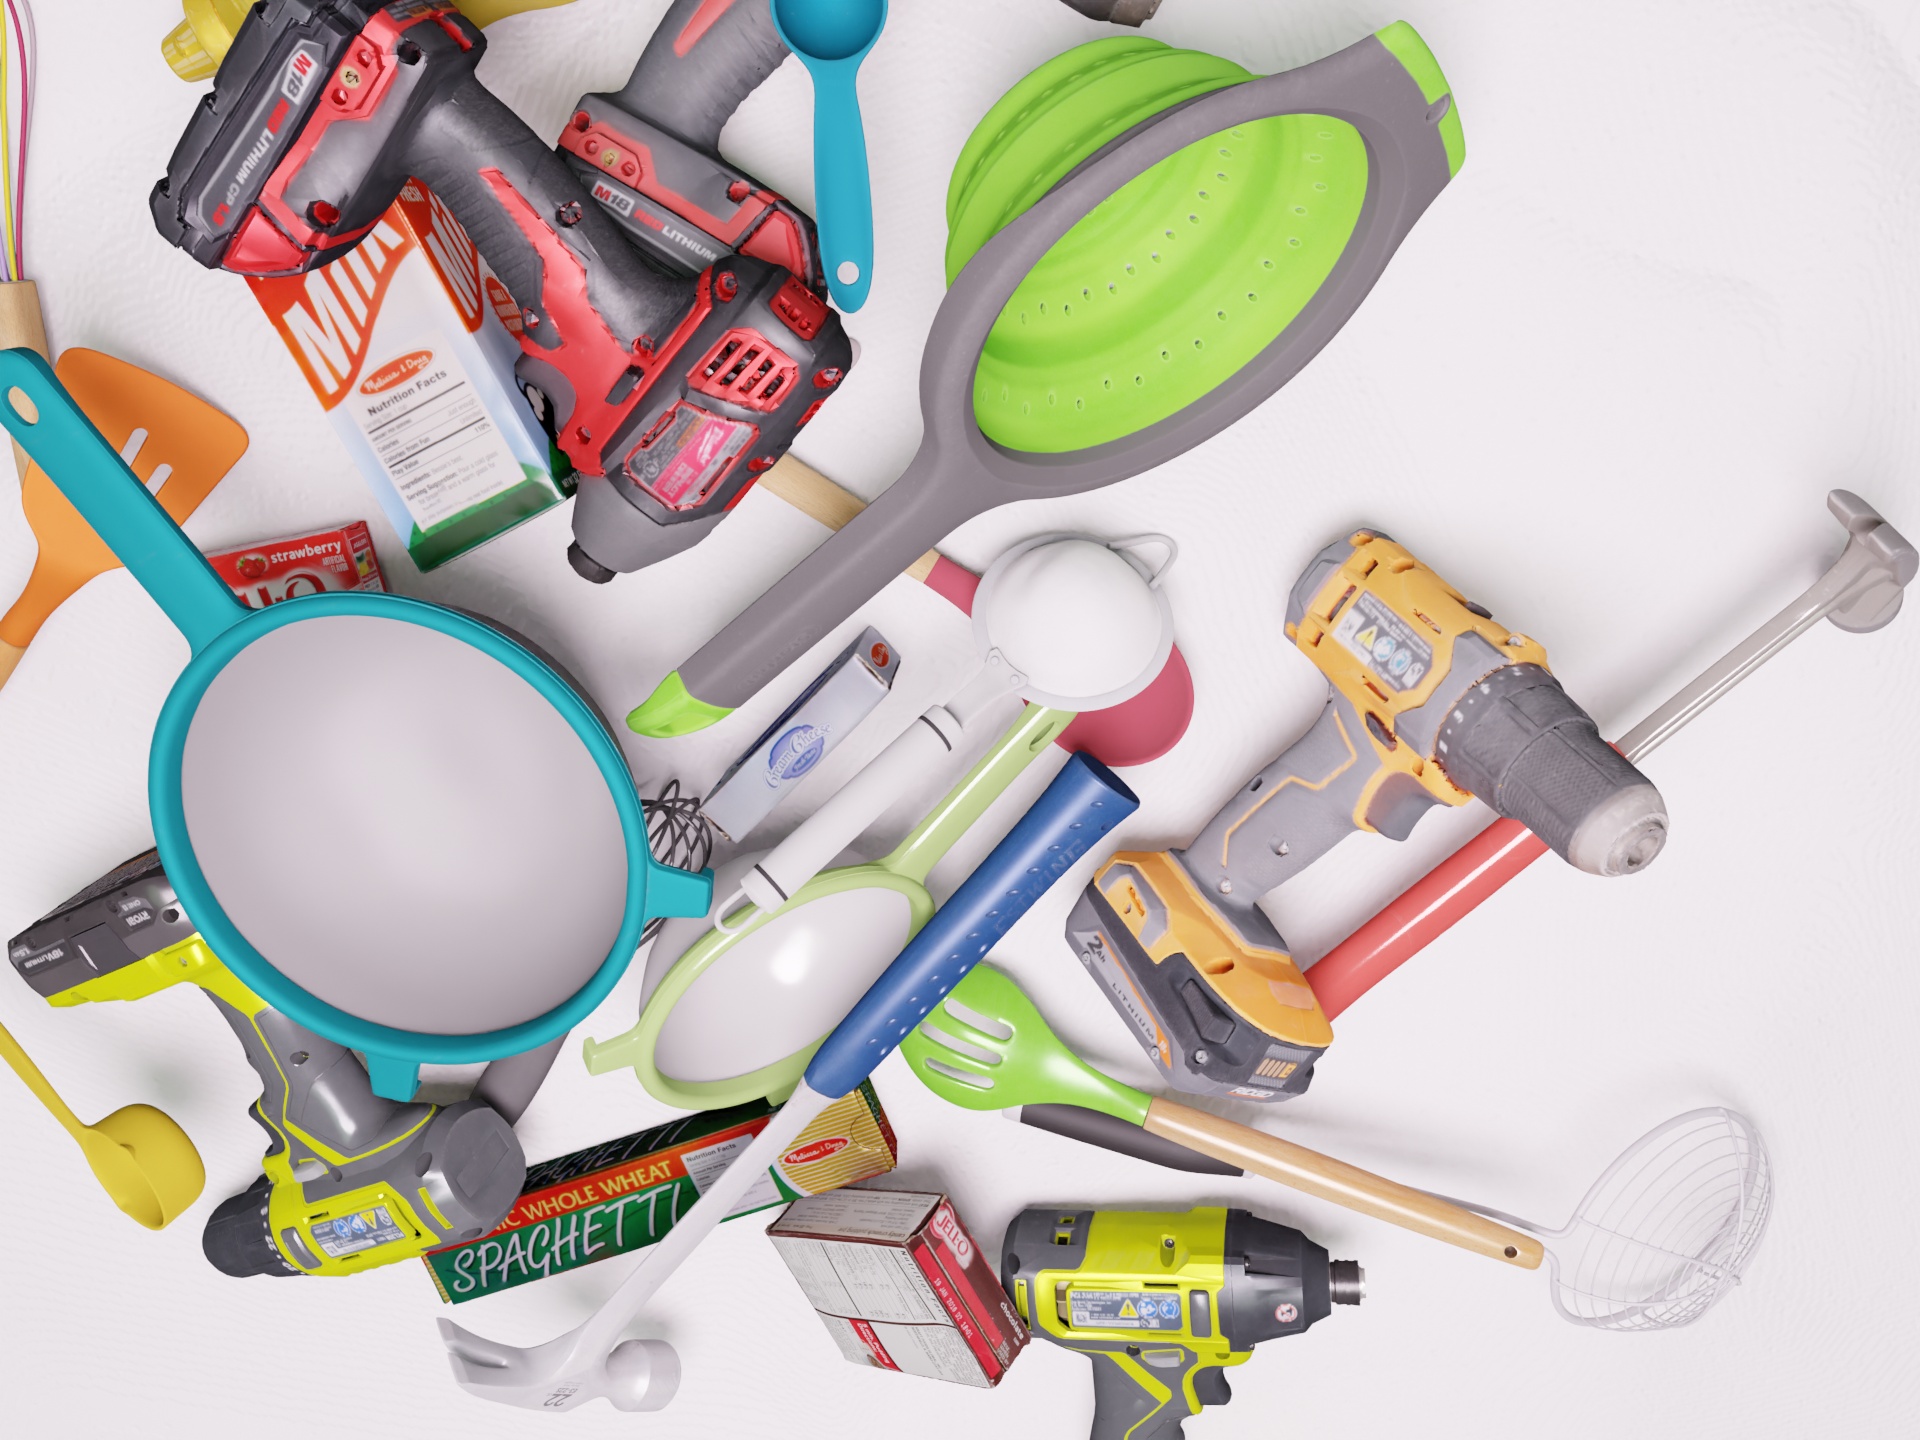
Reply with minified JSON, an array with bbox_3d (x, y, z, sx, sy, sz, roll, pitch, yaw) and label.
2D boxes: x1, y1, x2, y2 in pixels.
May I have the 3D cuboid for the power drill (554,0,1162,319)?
[{"bbox_3d":[-0.042,-0.257,0.618,0.188,0.080,0.226,29,104,-6],"label":"power drill"}]

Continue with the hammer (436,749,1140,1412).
[{"bbox_3d":[-0.072,0.171,0.715,0.405,0.035,0.144,-49,140,11],"label":"hammer"}]

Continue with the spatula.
[{"bbox_3d":[-0.444,-0.028,0.730,0.081,0.041,0.322,28,118,-38],"label":"spatula"}]

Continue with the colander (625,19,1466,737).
[{"bbox_3d":[0.000,-0.137,0.625,0.397,0.204,0.095,-38,67,18],"label":"colander"}]

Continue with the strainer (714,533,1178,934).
[{"bbox_3d":[-0.001,-0.002,0.652,0.258,0.050,0.087,-42,72,-12],"label":"strainer"}]

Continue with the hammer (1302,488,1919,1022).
[{"bbox_3d":[0.242,0.046,0.679,0.359,0.149,0.037,-44,65,20],"label":"hammer"}]

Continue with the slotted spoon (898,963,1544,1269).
[{"bbox_3d":[0.112,0.188,0.733,0.314,0.031,0.070,19,100,10],"label":"slotted spoon"}]

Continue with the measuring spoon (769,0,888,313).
[{"bbox_3d":[-0.046,-0.216,0.585,0.042,0.021,0.128,-5,112,-6],"label":"measuring spoon"}]

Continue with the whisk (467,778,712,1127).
[{"bbox_3d":[-0.187,0.124,0.762,0.055,0.055,0.239,32,111,-7],"label":"whisk"}]

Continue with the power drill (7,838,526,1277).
[{"bbox_3d":[-0.338,0.170,0.760,0.190,0.080,0.228,-21,107,25],"label":"power drill"}]

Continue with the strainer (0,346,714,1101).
[{"bbox_3d":[-0.259,-0.016,0.665,0.211,0.095,0.340,-32,103,19],"label":"strainer"}]

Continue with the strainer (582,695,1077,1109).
[{"bbox_3d":[-0.054,0.064,0.710,0.256,0.151,0.069,-46,57,8],"label":"strainer"}]

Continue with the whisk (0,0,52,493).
[{"bbox_3d":[-0.405,-0.207,0.670,0.047,0.051,0.244,0,110,-3],"label":"whisk"}]

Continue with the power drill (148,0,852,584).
[{"bbox_3d":[-0.162,-0.152,0.577,0.219,0.079,0.143,38,117,-14],"label":"power drill"}]

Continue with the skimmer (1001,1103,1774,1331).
[{"bbox_3d":[0.204,0.211,0.773,0.363,0.090,0.127,12,114,10],"label":"skimmer"}]

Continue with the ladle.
[{"bbox_3d":[-0.035,-0.079,0.697,0.315,0.031,0.069,32,96,-5],"label":"ladle"}]

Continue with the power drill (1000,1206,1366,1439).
[{"bbox_3d":[0.117,0.349,0.790,0.171,0.080,0.223,-3,105,13],"label":"power drill"}]

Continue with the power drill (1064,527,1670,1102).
[{"bbox_3d":[0.160,0.056,0.652,0.084,0.186,0.226,18,114,-40],"label":"power drill"}]

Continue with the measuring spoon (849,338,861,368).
[{"bbox_3d":[-0.098,-0.133,0.671,0.124,0.018,0.034,-27,90,-6],"label":"measuring spoon"}]

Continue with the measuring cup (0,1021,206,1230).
[{"bbox_3d":[-0.405,0.168,0.733,0.156,0.029,0.062,42,133,11],"label":"measuring cup"}]
